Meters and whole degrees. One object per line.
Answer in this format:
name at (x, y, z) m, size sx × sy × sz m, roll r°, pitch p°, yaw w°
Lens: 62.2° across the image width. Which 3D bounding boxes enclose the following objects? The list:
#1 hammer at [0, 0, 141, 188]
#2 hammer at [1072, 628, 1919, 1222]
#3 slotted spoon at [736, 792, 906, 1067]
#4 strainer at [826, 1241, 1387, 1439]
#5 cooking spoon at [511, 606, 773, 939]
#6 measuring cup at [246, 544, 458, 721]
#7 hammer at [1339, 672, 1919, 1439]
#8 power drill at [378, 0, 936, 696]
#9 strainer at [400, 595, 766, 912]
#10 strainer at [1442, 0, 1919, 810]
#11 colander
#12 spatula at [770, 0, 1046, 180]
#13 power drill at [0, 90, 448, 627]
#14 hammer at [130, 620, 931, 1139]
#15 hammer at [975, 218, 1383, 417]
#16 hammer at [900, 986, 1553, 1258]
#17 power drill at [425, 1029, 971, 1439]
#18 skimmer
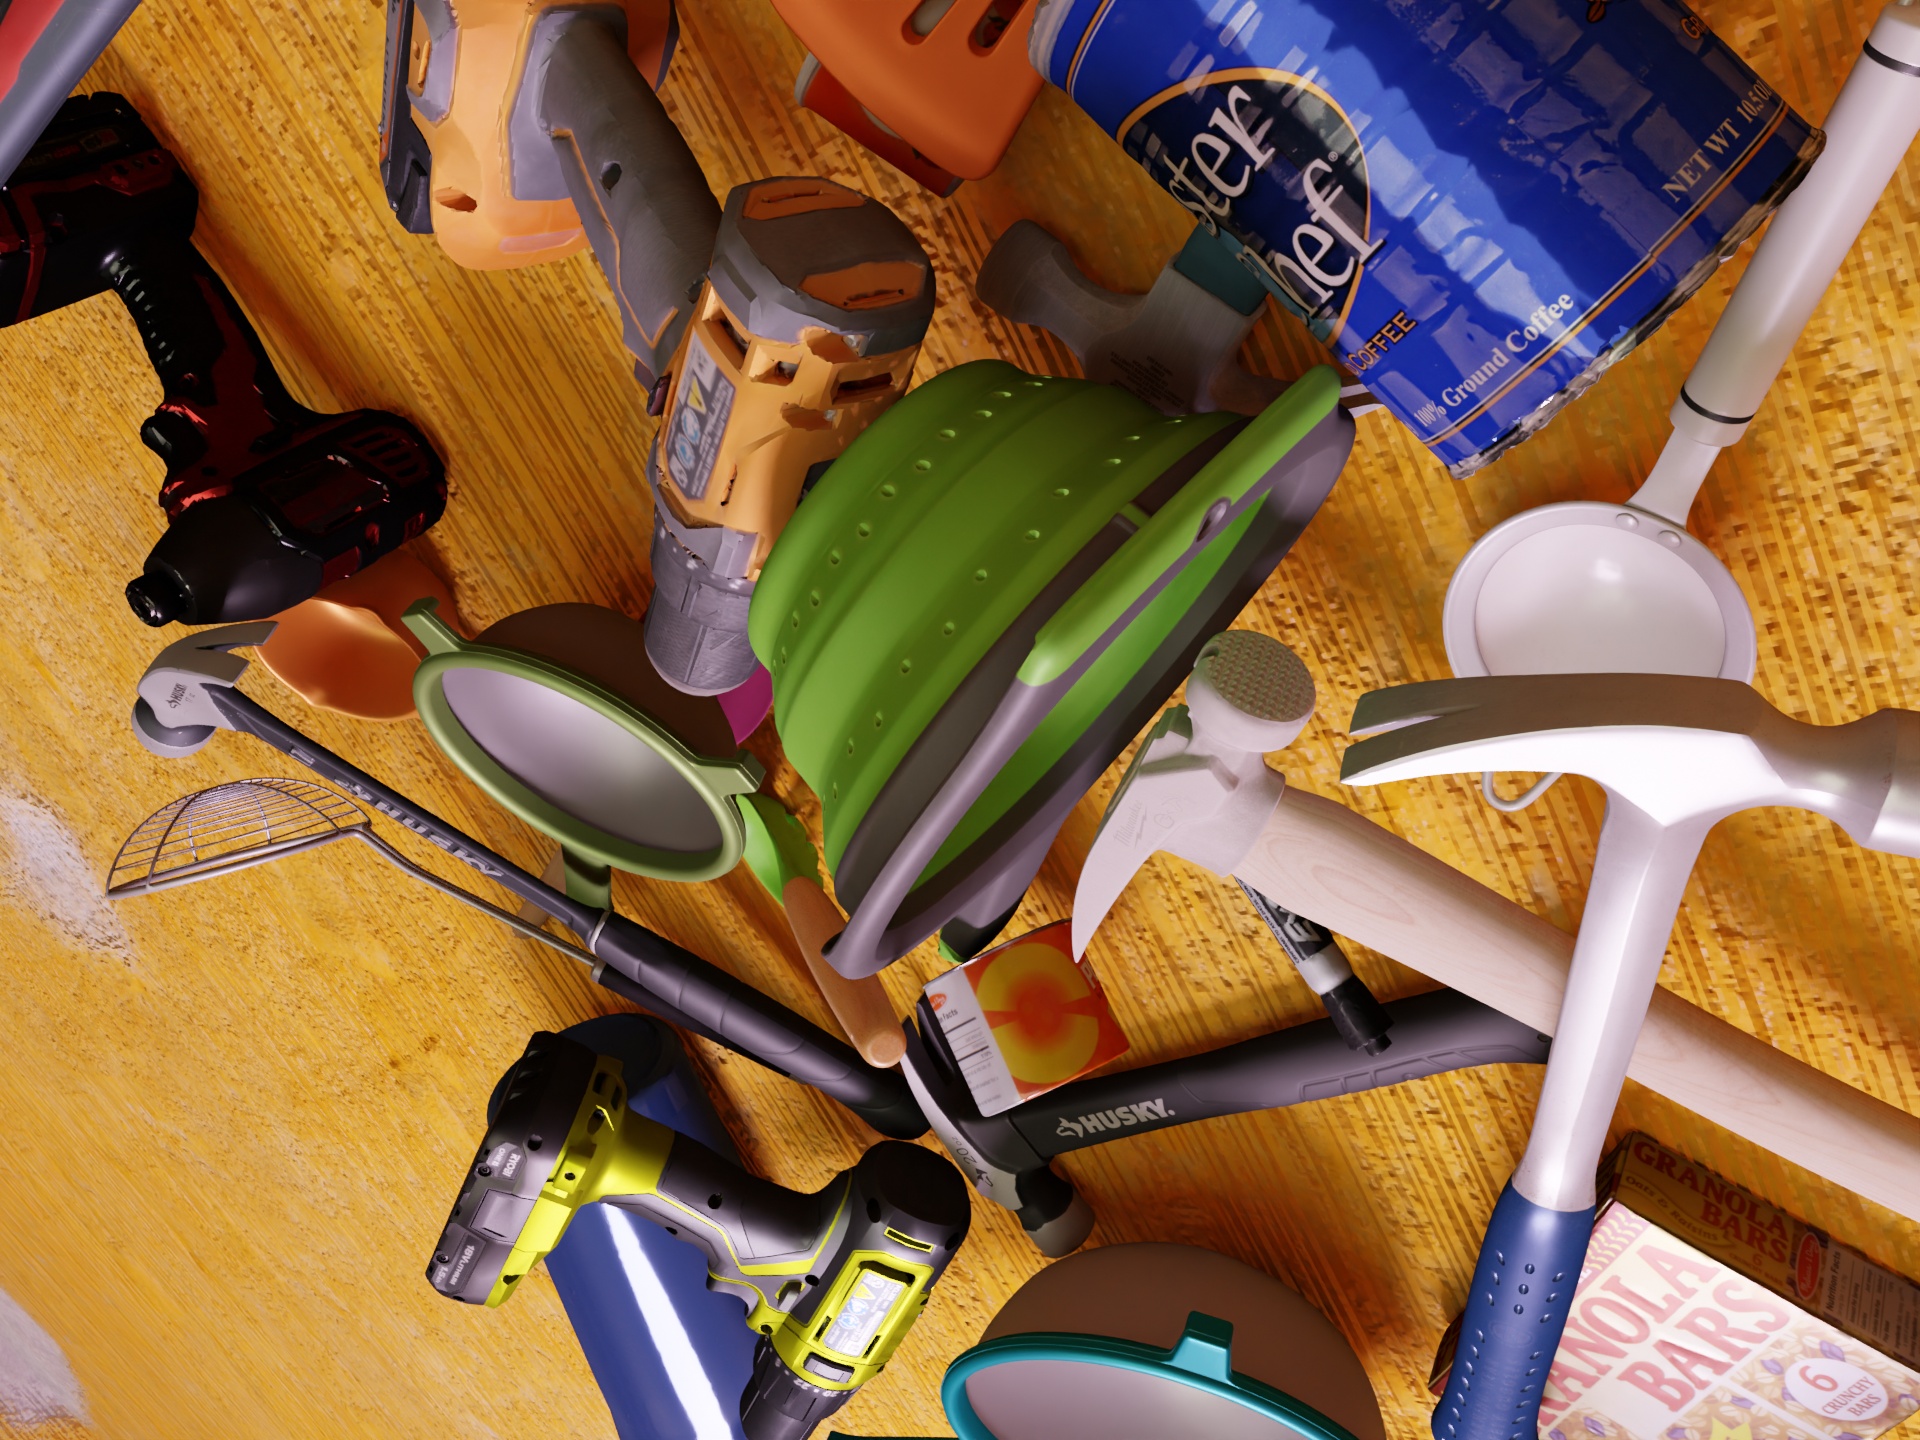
hammer at (-0.283, -0.238, 0.536) m, size 0.386 × 0.038 × 0.143 m, roll -38°, pitch 97°, yaw 22°
hammer at (0.234, 0.114, 0.510) m, size 0.410 × 0.038 × 0.146 m, roll 27°, pitch 137°, yaw 2°
slotted spoon at (-0.055, 0.074, 0.601) m, size 0.070 × 0.031 × 0.314 m, roll 63°, pitch 172°, yaw -12°
strainer at (0.060, 0.321, 0.773) m, size 0.340 × 0.095 × 0.210 m, roll -24°, pitch 120°, yaw 41°
cooking spoon at (-0.166, 0.034, 0.771) m, size 0.068 × 0.017 × 0.318 m, roll 39°, pitch 135°, yaw -4°
measuring cup at (-0.249, -0.027, 0.767) m, size 0.173 × 0.052 × 0.095 m, roll 28°, pitch 139°, yaw -21°
hammer at (0.185, 0.141, 0.510) m, size 0.144 × 0.035 × 0.405 m, roll 10°, pitch 135°, yaw 19°
power drill at (-0.105, -0.132, 0.509) m, size 0.226 × 0.084 × 0.185 m, roll 54°, pitch 143°, yaw 21°
strainer at (-0.155, 0.023, 0.711) m, size 0.151 × 0.069 × 0.256 m, roll 26°, pitch 151°, yaw 2°
strainer at (0.196, -0.075, 0.418) m, size 0.087 × 0.050 × 0.258 m, roll 29°, pitch 139°, yaw 18°
colander at (-0.001, -0.002, 0.522) m, size 0.094 × 0.204 × 0.396 m, roll 42°, pitch 159°, yaw 10°
spatula at (0.076, -0.252, 0.345) m, size 0.081 × 0.041 × 0.322 m, roll 39°, pitch 134°, yaw -18°
power drill at (-0.337, -0.142, 0.668) m, size 0.219 × 0.143 × 0.078 m, roll 50°, pitch 137°, yaw -5°
hammer at (-0.175, 0.085, 0.721) m, size 0.408 × 0.036 × 0.149 m, roll 35°, pitch 150°, yaw -19°
hammer at (0.119, -0.201, 0.395) m, size 0.128 × 0.033 × 0.330 m, roll 37°, pitch 135°, yaw 5°
hammer at (0.109, 0.145, 0.660) m, size 0.335 × 0.035 × 0.146 m, roll -27°, pitch 106°, yaw 43°
power drill at (-0.132, 0.262, 0.776) m, size 0.228 × 0.080 × 0.190 m, roll 25°, pitch 114°, yaw -10°
skimmer at (-0.250, 0.125, 0.817) m, size 0.363 × 0.127 × 0.090 m, roll 26°, pitch 94°, yaw -1°
